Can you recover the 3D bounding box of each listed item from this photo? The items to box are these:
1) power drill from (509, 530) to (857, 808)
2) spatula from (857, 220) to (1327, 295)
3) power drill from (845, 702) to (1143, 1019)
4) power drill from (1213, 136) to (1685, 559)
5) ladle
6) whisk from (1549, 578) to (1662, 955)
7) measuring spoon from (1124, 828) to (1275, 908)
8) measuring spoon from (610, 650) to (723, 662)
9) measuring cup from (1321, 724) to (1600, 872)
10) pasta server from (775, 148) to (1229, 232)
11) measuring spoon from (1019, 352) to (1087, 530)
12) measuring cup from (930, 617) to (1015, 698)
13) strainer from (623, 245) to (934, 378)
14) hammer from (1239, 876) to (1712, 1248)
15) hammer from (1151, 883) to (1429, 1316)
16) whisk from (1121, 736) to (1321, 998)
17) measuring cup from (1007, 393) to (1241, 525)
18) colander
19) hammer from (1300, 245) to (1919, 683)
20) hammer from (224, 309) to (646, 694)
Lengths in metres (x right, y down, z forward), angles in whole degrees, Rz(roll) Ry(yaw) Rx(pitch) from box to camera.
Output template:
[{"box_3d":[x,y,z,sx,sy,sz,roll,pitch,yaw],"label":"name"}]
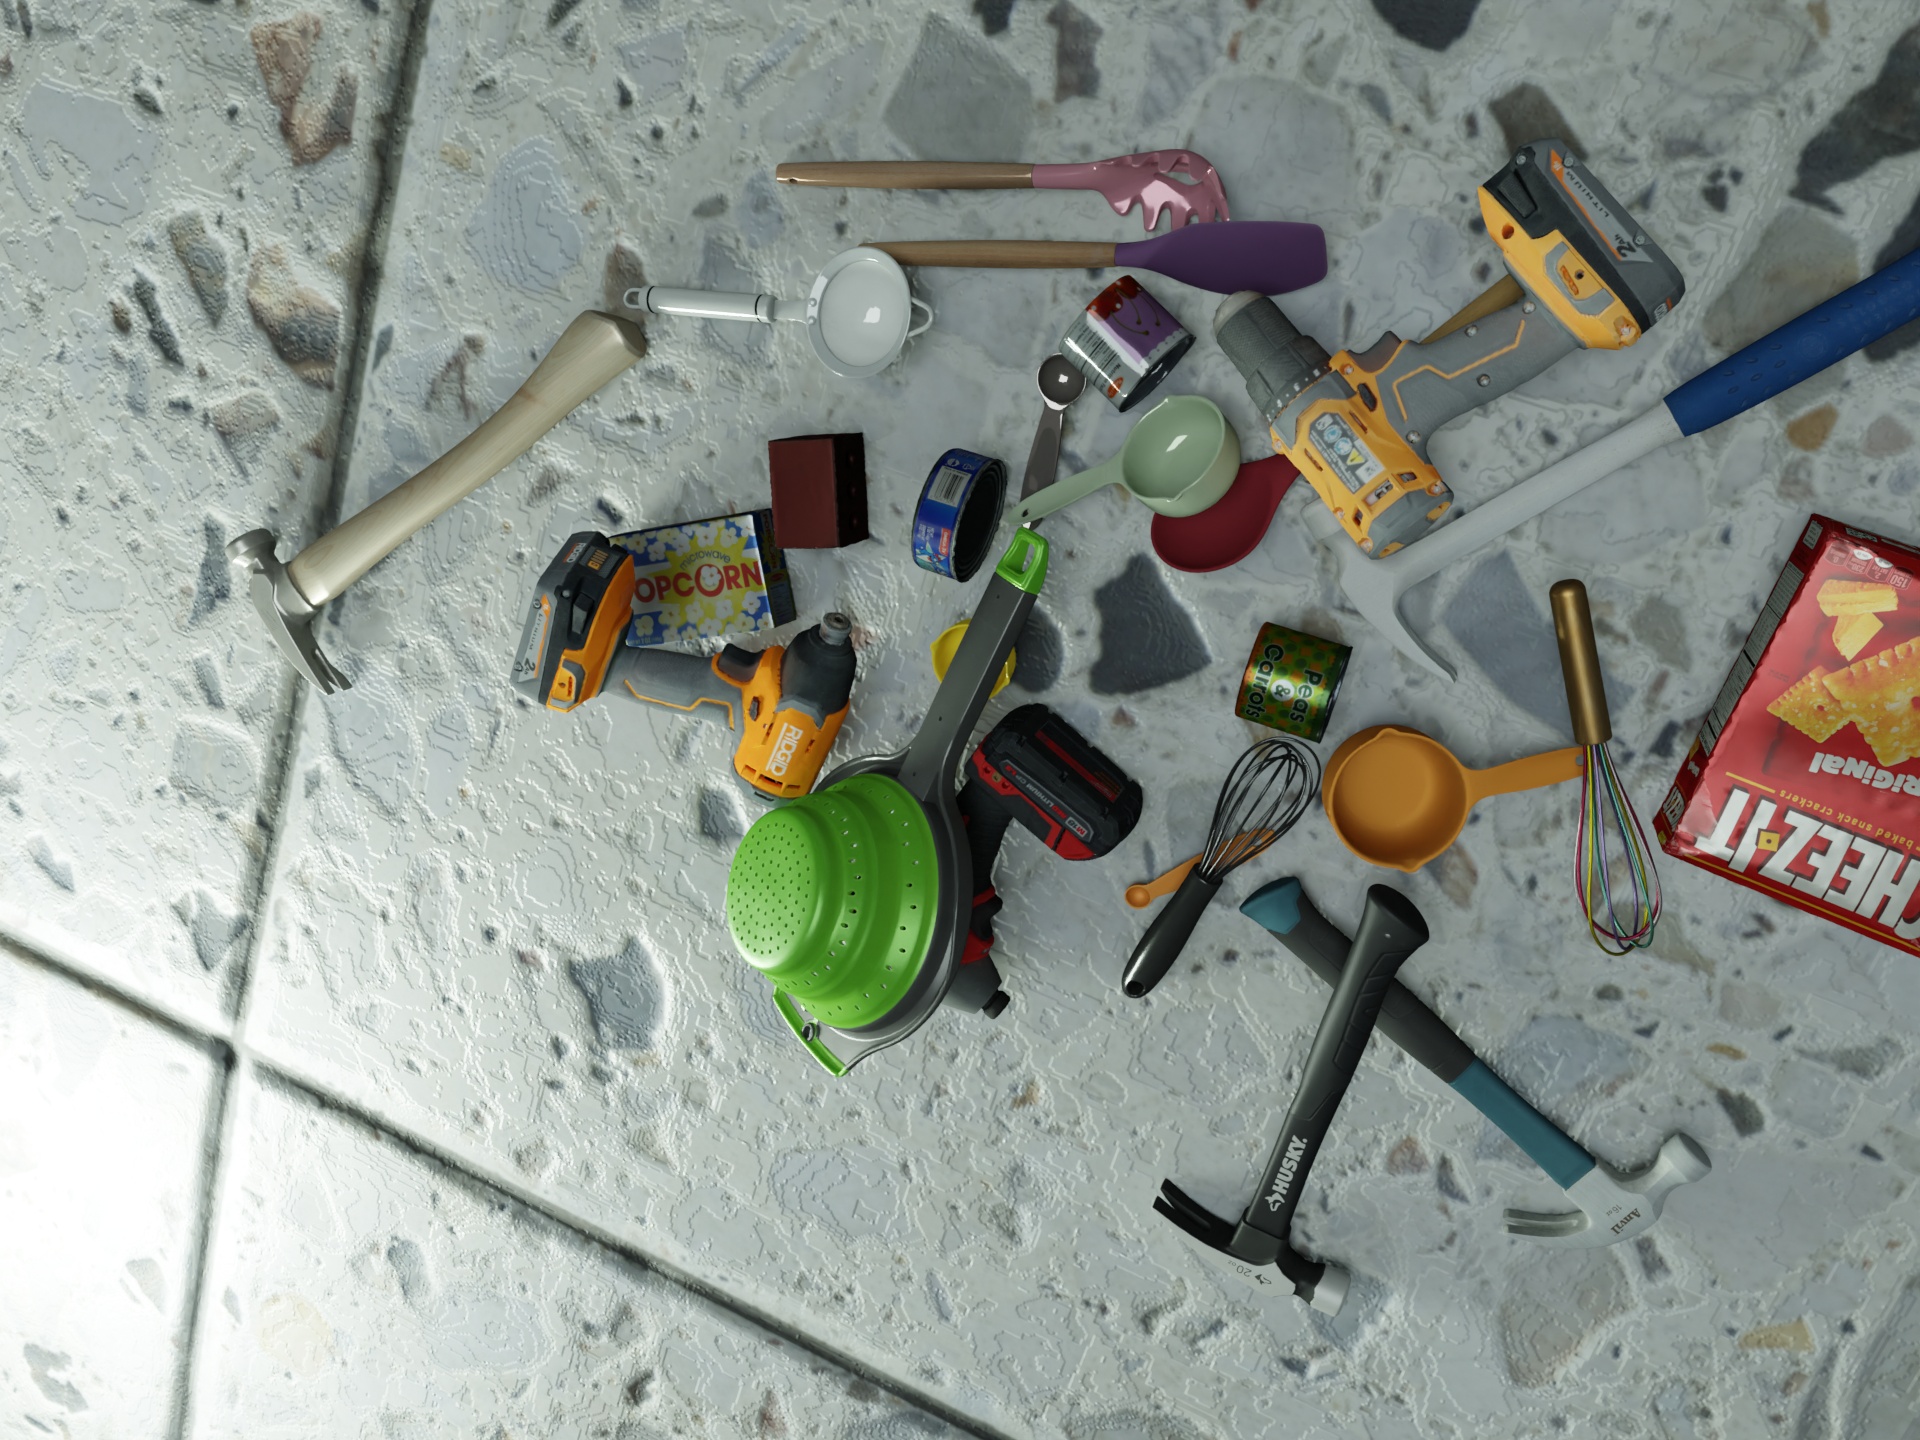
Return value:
[{"box_3d":[-0.185,-0.044,1.115,0.226,0.084,0.164,24,127,-6],"label":"power drill"},{"box_3d":[0.077,-0.299,1.027,0.316,0.018,0.059,7,148,21],"label":"spatula"},{"box_3d":[0.023,0.108,1.121,0.143,0.078,0.219,41,115,4],"label":"power drill"},{"box_3d":[0.273,-0.232,0.930,0.226,0.084,0.185,-41,76,22],"label":"power drill"},{"box_3d":[0.251,-0.198,0.993,0.315,0.031,0.069,-38,69,21],"label":"ladle"},{"box_3d":[0.389,0.033,0.971,0.047,0.051,0.245,-15,104,4],"label":"whisk"},{"box_3d":[0.166,0.101,1.104,0.117,0.011,0.021,-28,107,20],"label":"measuring spoon"},{"box_3d":[-0.216,-0.033,1.198,0.128,0.021,0.042,4,104,17],"label":"measuring spoon"},{"box_3d":[0.317,0.037,1.018,0.173,0.052,0.095,-13,100,3],"label":"measuring cup"},{"box_3d":[0.021,-0.348,1.032,0.316,0.060,0.040,8,65,20],"label":"pasta server"},{"box_3d":[0.060,-0.187,1.072,0.034,0.018,0.124,19,115,14],"label":"measuring spoon"},{"box_3d":[-0.002,-0.004,1.135,0.062,0.029,0.156,25,121,12],"label":"measuring cup"},{"box_3d":[-0.125,-0.285,1.098,0.258,0.050,0.087,11,100,23],"label":"strainer"},{"box_3d":[0.325,0.223,1.064,0.331,0.033,0.128,42,111,6],"label":"hammer"},{"box_3d":[0.235,0.252,1.072,0.146,0.035,0.334,21,119,15],"label":"hammer"},{"box_3d":[0.170,0.106,1.076,0.055,0.055,0.238,34,122,9],"label":"whisk"},{"box_3d":[0.107,-0.154,1.042,0.167,0.038,0.083,-19,56,33],"label":"measuring cup"},{"box_3d":[-0.058,0.046,1.059,0.205,0.094,0.397,39,109,46],"label":"colander"},{"box_3d":[0.413,-0.167,0.939,0.405,0.035,0.144,-30,91,23],"label":"hammer"},{"box_3d":[-0.394,-0.173,1.221,0.410,0.038,0.146,-30,93,23],"label":"hammer"}]
